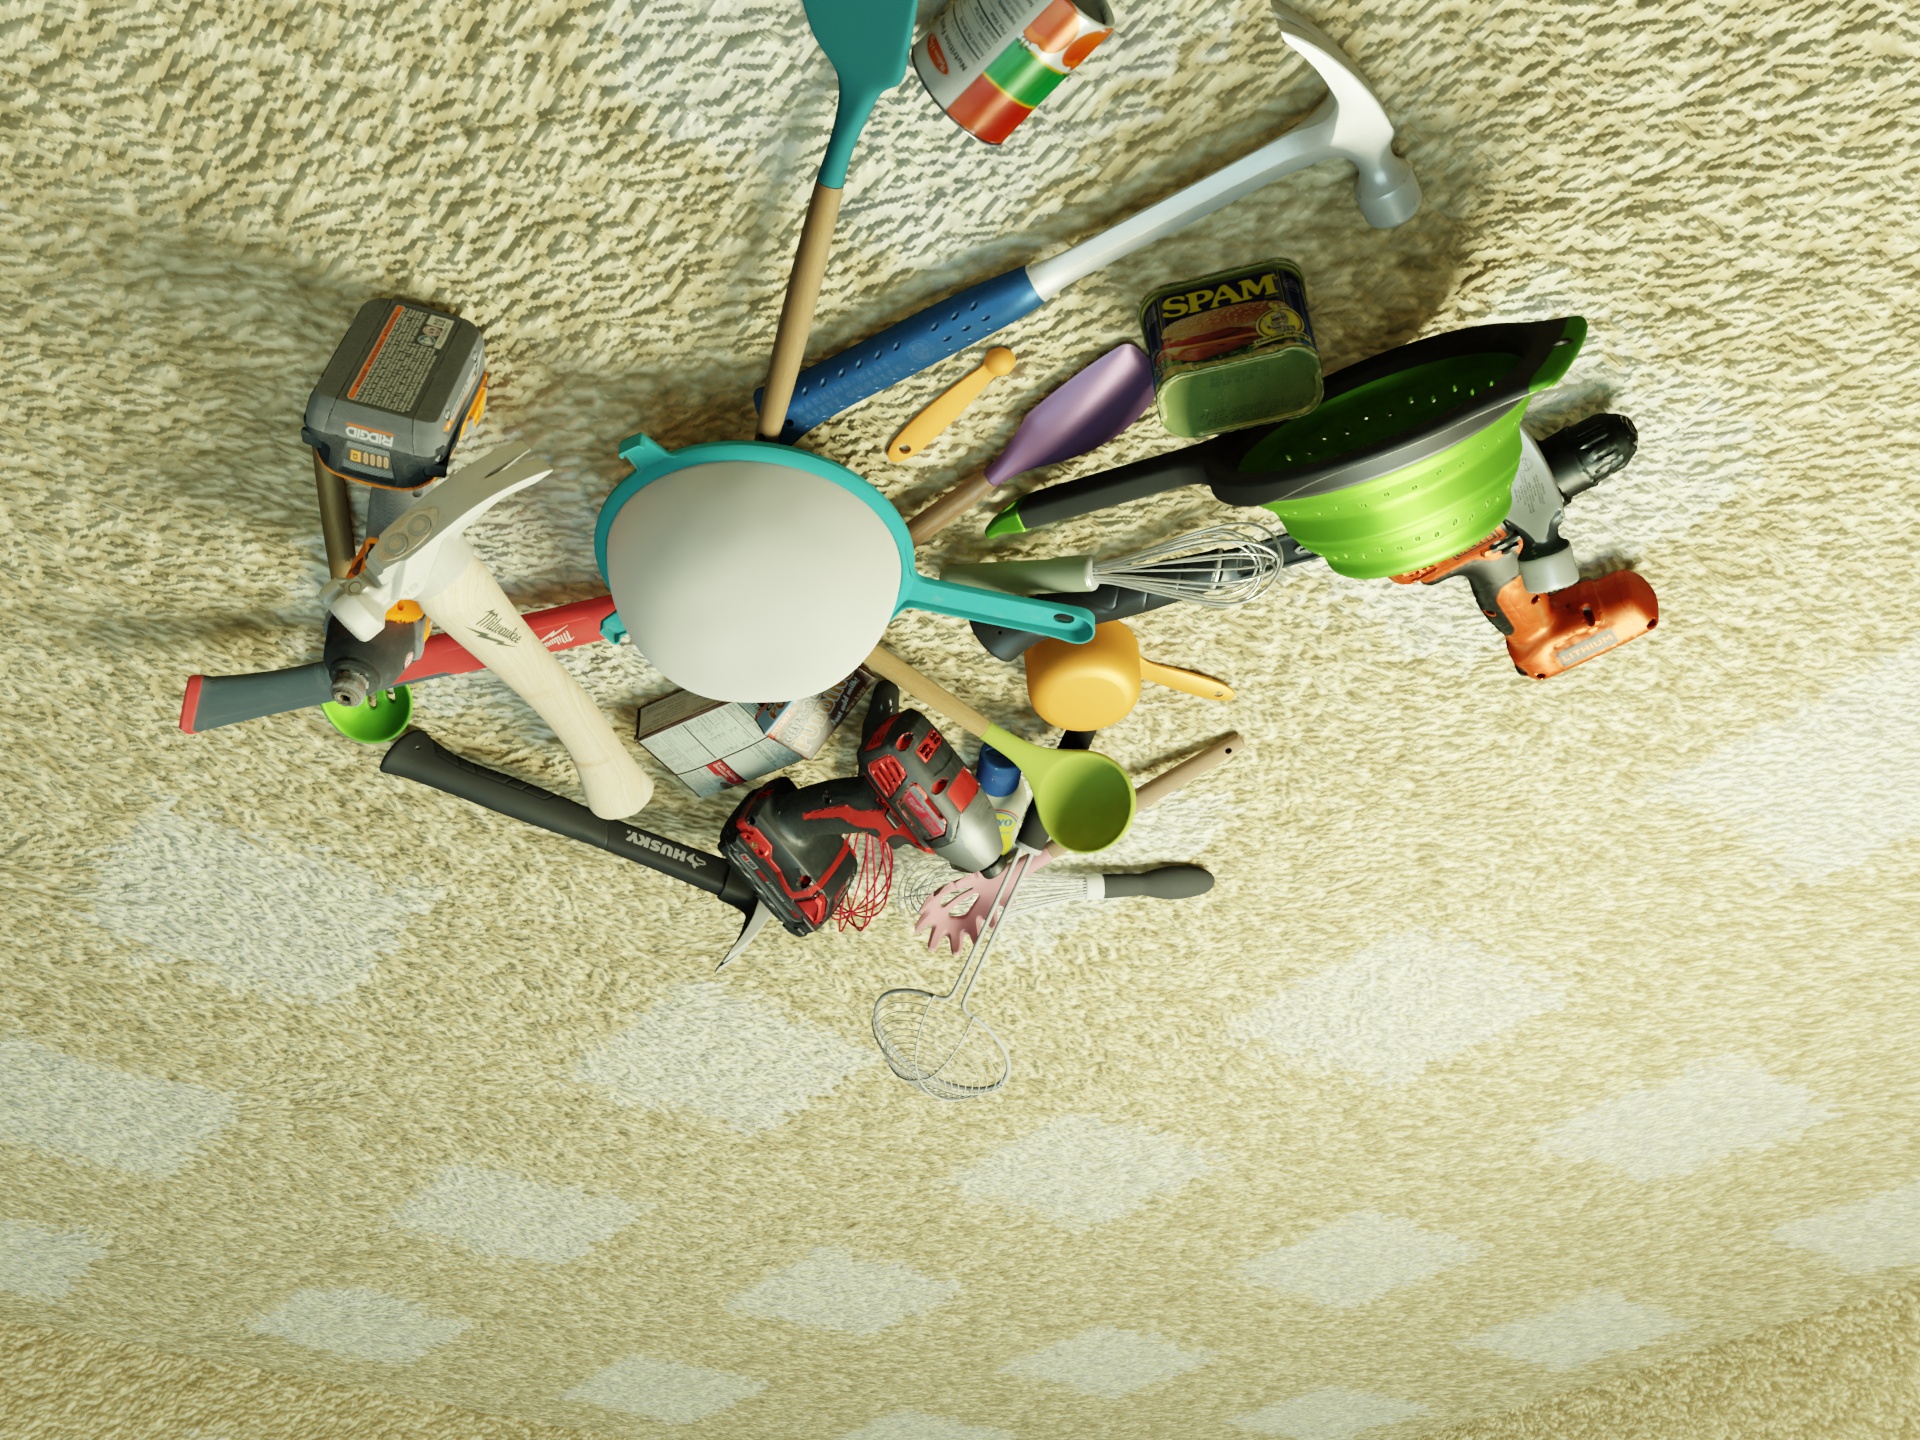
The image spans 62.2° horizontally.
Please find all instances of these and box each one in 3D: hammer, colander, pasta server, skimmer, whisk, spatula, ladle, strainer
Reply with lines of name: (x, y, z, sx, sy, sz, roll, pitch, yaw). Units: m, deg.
hammer: (-0.370, -0.037, 1.152, 0.386, 0.038, 0.143, -13, 141, 3)
hammer: (-0.301, 0.090, 1.284, 0.334, 0.146, 0.035, 23, 137, -15)
colander: (0.190, -0.134, 0.977, 0.397, 0.204, 0.094, -11, 114, 38)
pasta server: (0.097, 0.099, 1.317, 0.316, 0.040, 0.060, -32, 110, 15)
skimmer: (0.035, 0.153, 1.308, 0.127, 0.090, 0.363, 26, 100, 10)
hammer: (0.050, -0.264, 0.926, 0.405, 0.035, 0.143, -22, 136, 23)
whisk: (0.097, -0.102, 1.082, 0.246, 0.059, 0.057, -1, 163, 25)
spatula: (-0.086, -0.274, 0.883, 0.082, 0.044, 0.317, 33, 133, 12)
hammer: (0.191, -0.112, 1.081, 0.409, 0.036, 0.149, -14, 103, 24)
ladle: (-0.002, -0.004, 1.180, 0.320, 0.062, 0.078, 34, 102, -17)
spatula: (0.002, -0.148, 1.068, 0.316, 0.018, 0.059, -32, 135, 26)
strainer: (-0.074, -0.064, 1.042, 0.340, 0.095, 0.210, 10, 142, -10)
whisk: (0.086, 0.148, 1.411, 0.284, 0.070, 0.070, -3, 140, -6)
whisk: (-0.080, 0.075, 1.315, 0.073, 0.073, 0.295, 5, 135, -8)
hammer: (-0.276, -0.031, 1.080, 0.146, 0.038, 0.410, -43, 158, -12)

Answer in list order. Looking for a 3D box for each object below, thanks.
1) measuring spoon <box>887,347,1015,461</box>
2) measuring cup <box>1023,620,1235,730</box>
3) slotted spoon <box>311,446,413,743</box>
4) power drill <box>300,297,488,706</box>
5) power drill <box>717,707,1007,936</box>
measuring spoon: (-0.008, -0.199, 1.020, 0.021, 0.011, 0.117, 29, 131, -31)
measuring cup: (0.132, -0.022, 1.203, 0.173, 0.052, 0.095, 14, 138, -15)
slotted spoon: (-0.431, -0.097, 1.121, 0.070, 0.031, 0.313, 5, 138, -8)
power drill: (-0.354, -0.124, 0.984, 0.084, 0.164, 0.226, 14, 136, -9)
power drill: (-0.070, 0.085, 1.220, 0.219, 0.079, 0.143, -25, 111, 39)
